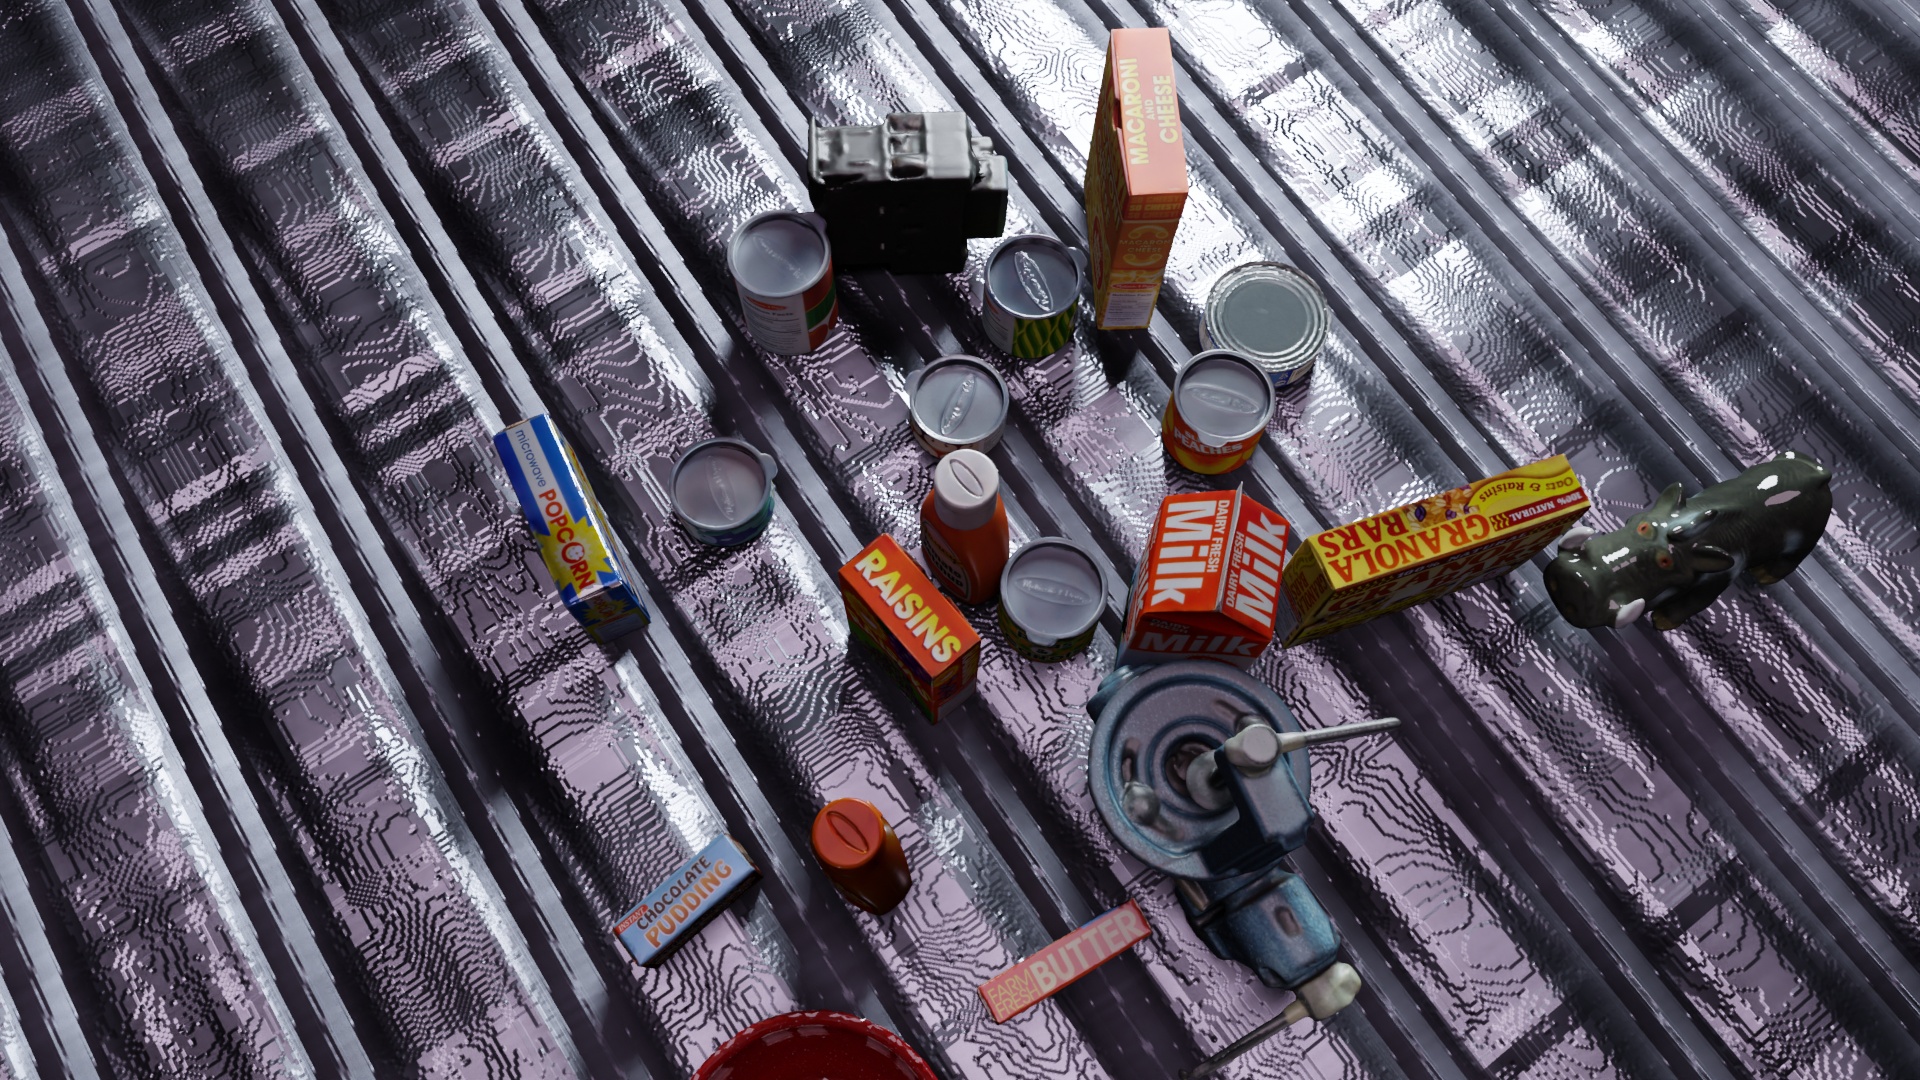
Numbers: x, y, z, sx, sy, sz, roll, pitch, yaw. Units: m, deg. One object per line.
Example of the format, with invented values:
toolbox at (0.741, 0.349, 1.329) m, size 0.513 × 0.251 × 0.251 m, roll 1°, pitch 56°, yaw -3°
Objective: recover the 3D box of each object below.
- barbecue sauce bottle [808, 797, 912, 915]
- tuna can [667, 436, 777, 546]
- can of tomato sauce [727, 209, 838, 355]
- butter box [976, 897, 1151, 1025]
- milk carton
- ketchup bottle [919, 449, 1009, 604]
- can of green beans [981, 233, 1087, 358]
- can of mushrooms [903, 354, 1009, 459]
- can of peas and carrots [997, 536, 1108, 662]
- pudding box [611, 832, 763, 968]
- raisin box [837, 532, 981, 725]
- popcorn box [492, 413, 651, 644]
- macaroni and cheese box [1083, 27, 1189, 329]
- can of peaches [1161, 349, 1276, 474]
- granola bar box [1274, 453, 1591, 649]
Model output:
barbecue sauce bottle at (-0.057, 0.172, 0.770) m, size 0.065 × 0.148 × 0.044 m, roll 43°, pitch 75°, yaw 13°
tuna can at (-0.152, -0.032, 0.906) m, size 0.071 × 0.032 × 0.071 m, roll 0°, pitch 70°, yaw -1°
can of tomato sauce at (-0.116, -0.173, 0.933) m, size 0.071 × 0.082 × 0.071 m, roll 0°, pitch 70°, yaw -1°
butter box at (0.059, 0.242, 0.796) m, size 0.104 × 0.053 × 0.024 m, roll -27°, pitch 73°, yaw -10°
milk carton at (0.139, 0.032, 0.803) m, size 0.073 × 0.190 × 0.072 m, roll 12°, pitch 70°, yaw 4°
ketchup bottle at (0.003, -0.011, 0.839) m, size 0.043 × 0.148 × 0.065 m, roll -37°, pitch 75°, yaw -13°
can of green beans at (0.048, -0.165, 0.946) m, size 0.071 × 0.057 × 0.071 m, roll 0°, pitch 70°, yaw -1°
can of mushrooms at (-0.003, -0.089, 0.929) m, size 0.071 × 0.033 × 0.071 m, roll 0°, pitch 70°, yaw -1°
can of peas and carrots at (0.056, 0.040, 0.869) m, size 0.071 × 0.058 × 0.071 m, roll 0°, pitch 70°, yaw -1°
pudding box at (-0.157, 0.209, 0.807) m, size 0.084 × 0.049 × 0.030 m, roll -39°, pitch 75°, yaw -14°
raisin box at (-0.029, 0.055, 0.827) m, size 0.040 × 0.123 × 0.086 m, roll -38°, pitch 75°, yaw -13°
popcorn box at (-0.242, -0.006, 0.867) m, size 0.038 × 0.085 × 0.127 m, roll -25°, pitch 72°, yaw -9°
macaroni and cheese box at (0.111, -0.232, 0.914) m, size 0.040 × 0.166 × 0.124 m, roll -3°, pitch 70°, yaw -2°
can of peaches at (0.168, -0.082, 0.916) m, size 0.071 × 0.058 × 0.071 m, roll 0°, pitch 70°, yaw -1°
granola bar box at (0.279, 0.010, 0.849) m, size 0.166 × 0.123 × 0.039 m, roll -18°, pitch 71°, yaw -7°
